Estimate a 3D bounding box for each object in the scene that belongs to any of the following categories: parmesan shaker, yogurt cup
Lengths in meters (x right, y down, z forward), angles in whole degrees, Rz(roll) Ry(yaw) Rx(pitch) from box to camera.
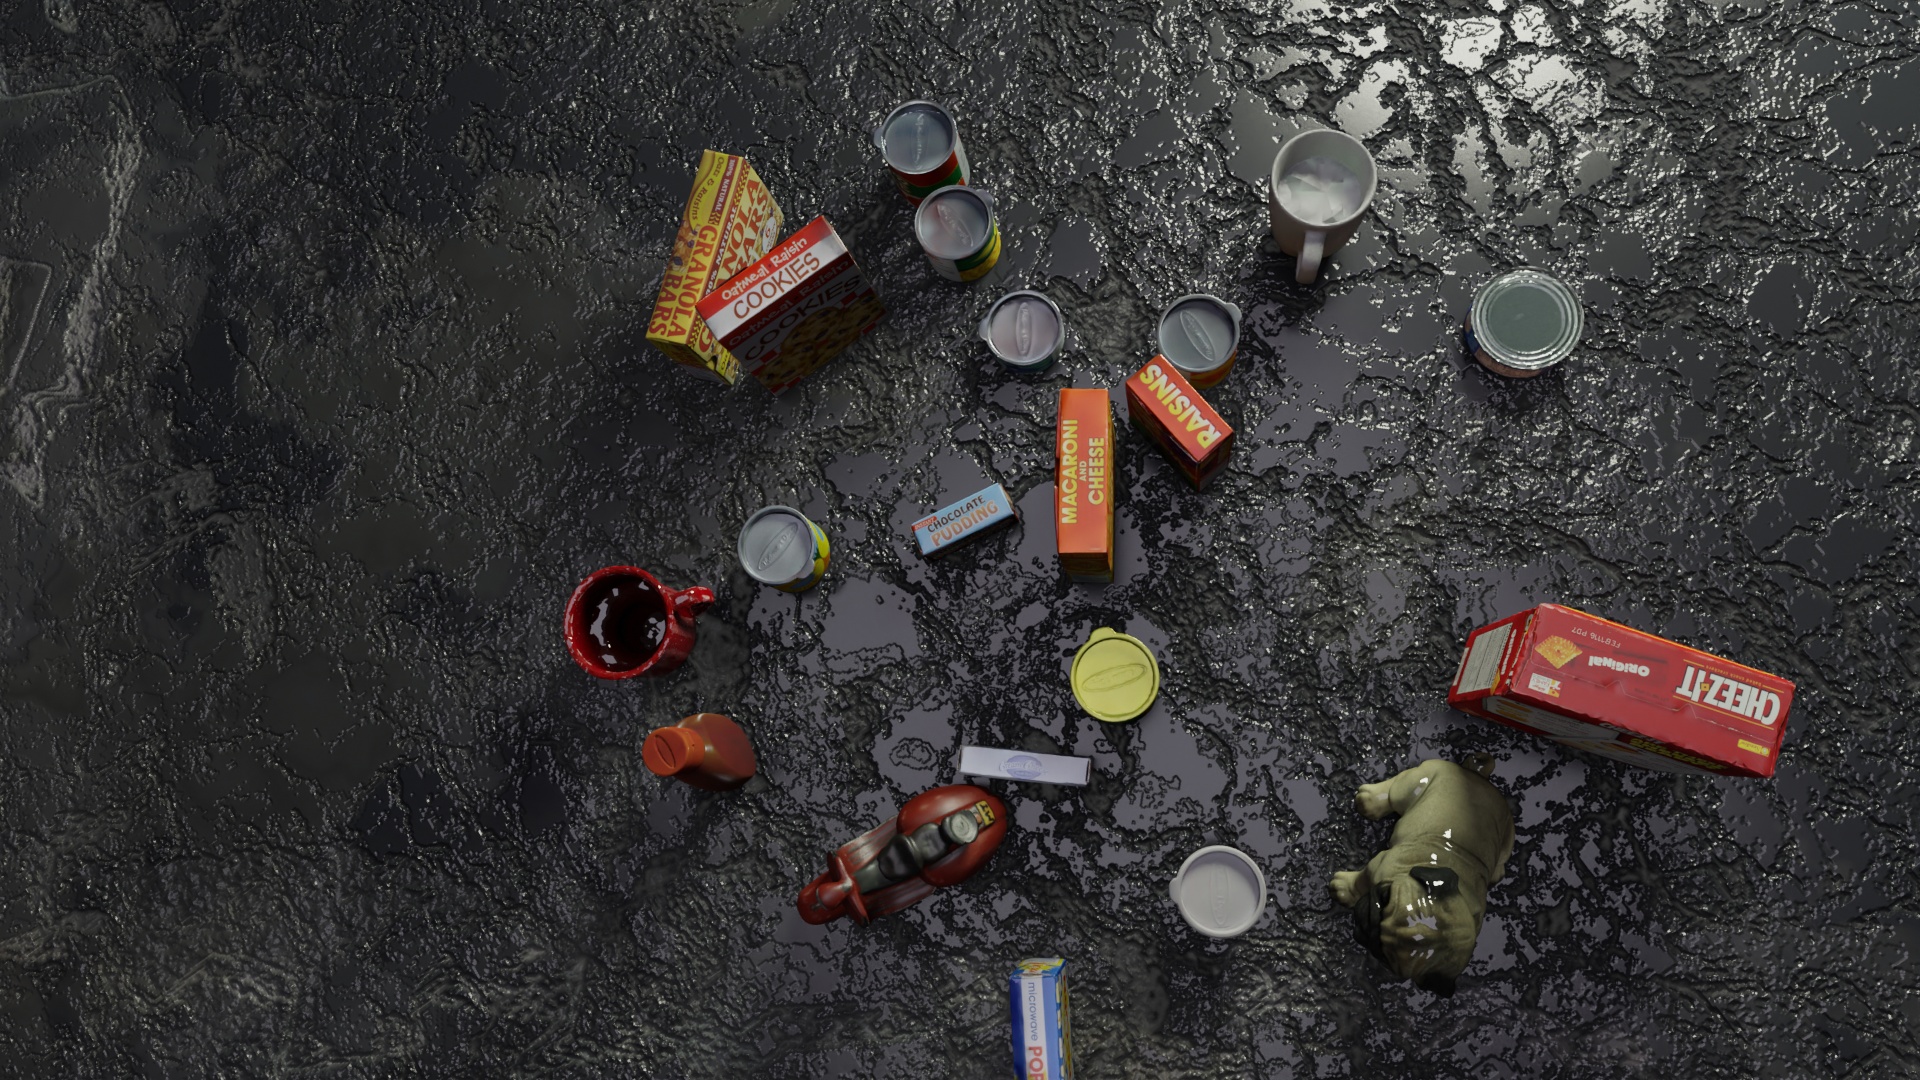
[{"bbox_3d":[0.121,0.107,1.082,0.071,0.103,0.071,-1,81,8],"label":"parmesan shaker"},{"bbox_3d":[0.199,0.268,1.068,0.072,0.054,0.072,-1,80,8],"label":"yogurt cup"}]

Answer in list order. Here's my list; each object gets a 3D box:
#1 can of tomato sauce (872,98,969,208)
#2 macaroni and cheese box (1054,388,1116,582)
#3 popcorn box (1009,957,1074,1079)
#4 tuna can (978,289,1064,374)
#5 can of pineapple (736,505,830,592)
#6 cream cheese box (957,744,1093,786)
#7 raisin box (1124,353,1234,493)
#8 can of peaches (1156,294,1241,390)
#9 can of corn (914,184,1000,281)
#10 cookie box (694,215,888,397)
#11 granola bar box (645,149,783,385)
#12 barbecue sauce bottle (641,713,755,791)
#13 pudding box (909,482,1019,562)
[{"bbox_3d":[-0.032,-0.328,1.189,0.071,0.083,0.071,-1,81,8],"label":"can of tomato sauce"},{"bbox_3d":[0.098,-0.038,1.078,0.040,0.166,0.124,0,81,8],"label":"macaroni and cheese box"},{"bbox_3d":[0.063,0.387,1.051,0.038,0.085,0.127,-4,80,8],"label":"popcorn box"},{"bbox_3d":[0.052,-0.176,1.177,0.071,0.033,0.071,-1,80,8],"label":"tuna can"},{"bbox_3d":[-0.146,0.010,1.161,0.071,0.058,0.071,-1,80,8],"label":"can of pineapple"},{"bbox_3d":[0.053,0.179,1.105,0.104,0.053,0.024,4,82,9],"label":"cream cheese box"},{"bbox_3d":[0.172,-0.090,1.098,0.040,0.123,0.086,-40,78,1],"label":"raisin box"},{"bbox_3d":[0.196,-0.163,1.141,0.071,0.058,0.071,-1,80,8],"label":"can of peaches"},{"bbox_3d":[0.001,-0.263,1.186,0.071,0.058,0.071,-1,80,8],"label":"can of corn"},{"bbox_3d":[-0.134,-0.188,1.137,0.123,0.167,0.040,-35,78,2],"label":"cookie box"},{"bbox_3d":[-0.204,-0.227,1.176,0.039,0.124,0.165,14,83,10],"label":"granola bar box"},{"bbox_3d":[-0.207,0.167,1.096,0.043,0.148,0.065,-32,78,2],"label":"barbecue sauce bottle"},{"bbox_3d":[0.004,-0.014,1.147,0.084,0.049,0.030,-25,78,3],"label":"pudding box"}]
